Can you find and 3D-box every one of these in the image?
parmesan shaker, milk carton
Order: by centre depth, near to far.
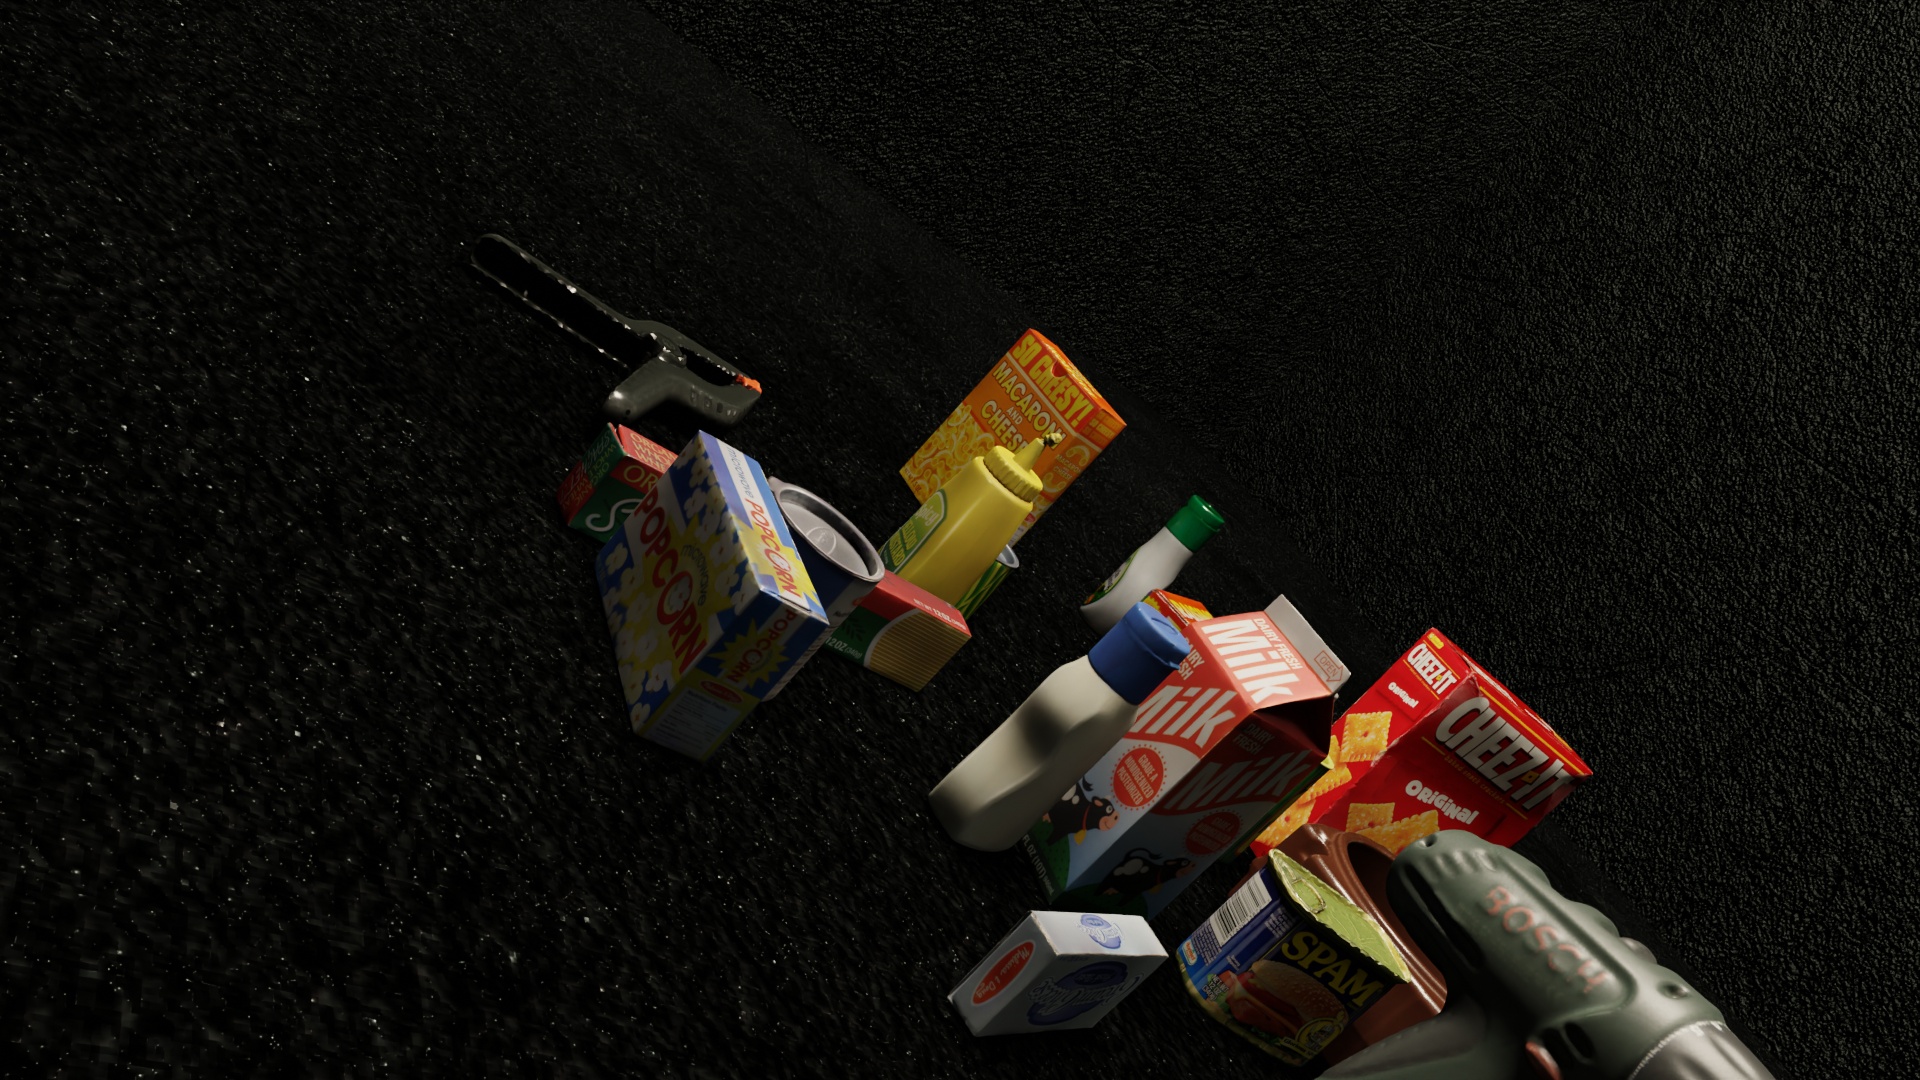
[{"bbox_3d":[0.120,0.115,0.734,0.073,0.190,0.072,32,17,-37],"label":"milk carton"},{"bbox_3d":[0.201,0.169,0.978,0.071,0.103,0.071,40,14,-12],"label":"parmesan shaker"}]

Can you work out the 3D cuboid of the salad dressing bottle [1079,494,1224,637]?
[{"bbox_3d":[0.170,0.024,1.231,0.044,0.147,0.064,43,13,3],"label":"salad dressing bottle"}]

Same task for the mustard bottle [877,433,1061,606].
[{"bbox_3d":[0.003,-0.011,0.854,0.049,0.160,0.065,36,15,-25],"label":"mustard bottle"}]

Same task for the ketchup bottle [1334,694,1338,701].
[{"bbox_3d":[0.183,0.141,0.916,0.043,0.148,0.065,30,18,-42],"label":"ketchup bottle"}]

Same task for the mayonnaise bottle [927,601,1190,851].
[{"bbox_3d":[0.052,0.094,0.699,0.065,0.148,0.041,23,23,-54],"label":"mayonnaise bottle"}]

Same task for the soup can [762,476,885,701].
[{"bbox_3d":[-0.089,0.023,0.659,0.071,0.083,0.071,40,14,-12],"label":"soup can"}]

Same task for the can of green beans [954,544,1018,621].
[{"bbox_3d":[-0.003,0.016,0.972,0.071,0.057,0.071,40,14,-12],"label":"can of green beans"}]

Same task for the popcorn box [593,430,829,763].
[{"bbox_3d":[-0.112,0.021,0.602,0.038,0.085,0.127,32,17,-38],"label":"popcorn box"}]

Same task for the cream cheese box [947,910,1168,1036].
[{"bbox_3d":[0.044,0.186,0.599,0.104,0.053,0.024,23,23,-53],"label":"cream cheese box"}]

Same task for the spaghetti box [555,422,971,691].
[{"bbox_3d":[-0.095,0.016,0.735,0.250,0.050,0.029,31,18,-40],"label":"spaghetti box"}]

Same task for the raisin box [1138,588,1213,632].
[{"bbox_3d":[0.115,0.091,0.931,0.040,0.123,0.086,50,15,28],"label":"raisin box"}]

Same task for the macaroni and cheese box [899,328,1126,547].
[{"bbox_3d":[0.038,-0.073,1.124,0.040,0.166,0.124,29,19,-44],"label":"macaroni and cheese box"}]
